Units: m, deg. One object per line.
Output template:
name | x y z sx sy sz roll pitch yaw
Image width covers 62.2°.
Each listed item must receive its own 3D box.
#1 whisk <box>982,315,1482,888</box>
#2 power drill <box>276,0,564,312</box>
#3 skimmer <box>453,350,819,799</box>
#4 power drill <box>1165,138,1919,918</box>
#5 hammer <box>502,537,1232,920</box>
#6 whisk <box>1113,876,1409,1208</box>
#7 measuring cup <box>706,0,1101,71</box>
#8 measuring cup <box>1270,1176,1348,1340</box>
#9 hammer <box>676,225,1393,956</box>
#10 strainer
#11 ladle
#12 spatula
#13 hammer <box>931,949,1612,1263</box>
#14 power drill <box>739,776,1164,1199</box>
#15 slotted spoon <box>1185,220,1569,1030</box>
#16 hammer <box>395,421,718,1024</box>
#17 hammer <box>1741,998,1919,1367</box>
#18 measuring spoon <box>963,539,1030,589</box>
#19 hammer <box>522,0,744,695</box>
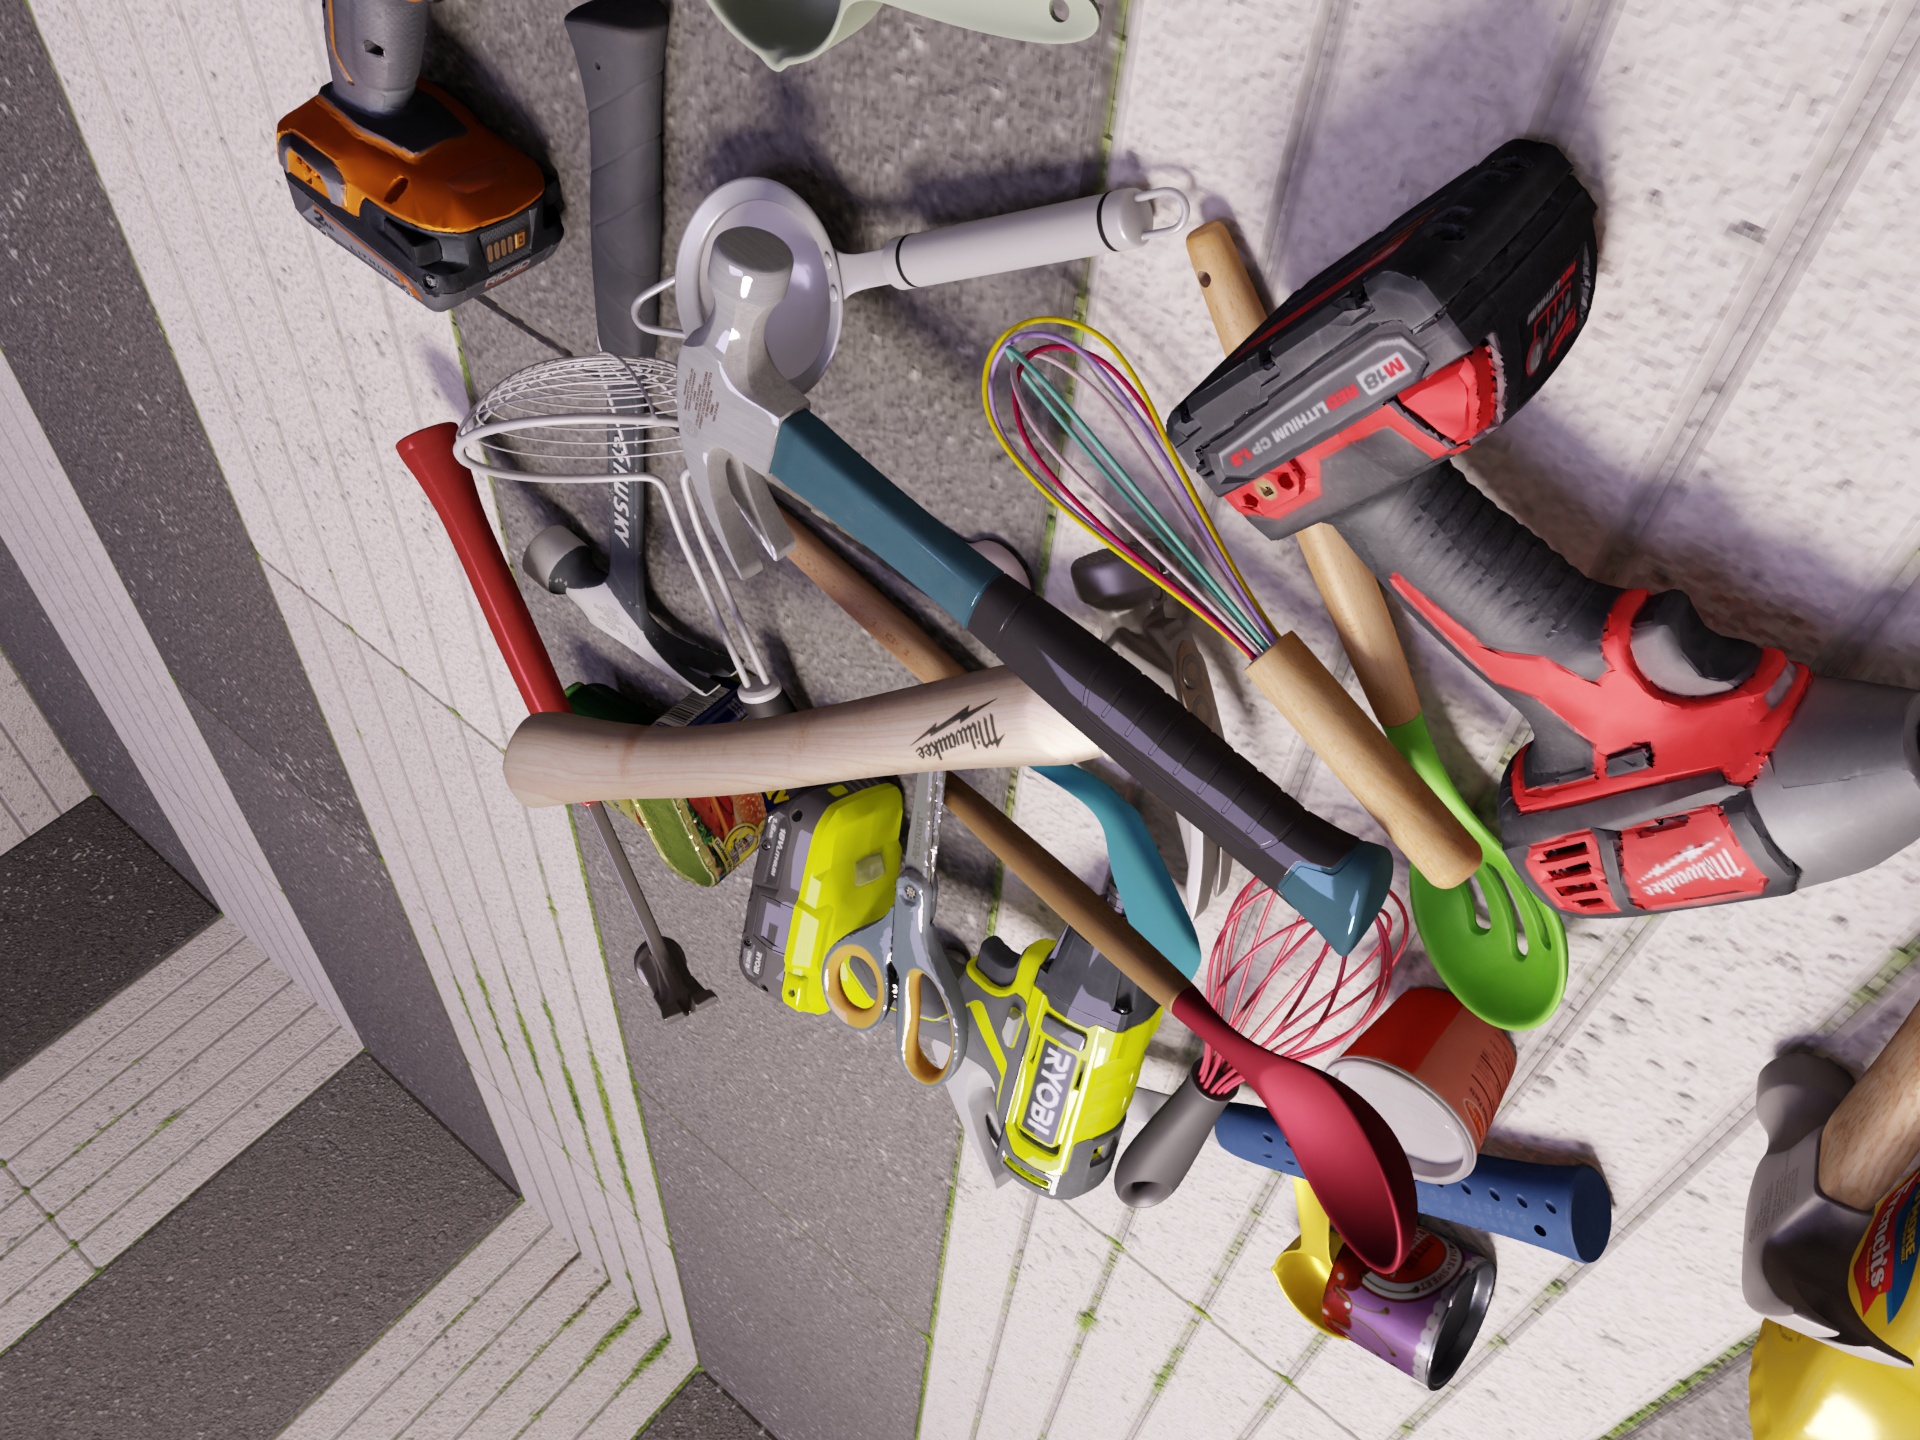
whisk | 0.093 -0.043 0.543 0.245 0.047 0.051 50 172 6
power drill | -0.222 -0.288 0.652 0.164 0.084 0.226 36 144 18
skimmer | -0.123 -0.034 0.779 0.127 0.090 0.362 -4 139 13
power drill | 0.174 -0.039 0.446 0.219 0.078 0.143 49 150 -9
hammer | -0.068 0.021 0.726 0.411 0.038 0.146 -7 104 38
whisk | 0.120 0.151 0.713 0.073 0.073 0.295 37 141 16
measuring cup | -0.018 -0.239 0.492 0.168 0.038 0.083 27 144 28
measuring cup | 0.190 0.252 0.821 0.062 0.029 0.156 17 126 43
hammer | 0.020 -0.036 0.580 0.331 0.033 0.128 40 139 13
strainer | -0.023 -0.165 0.581 0.258 0.050 0.087 4 109 42
ladle | 0.075 0.102 0.657 0.316 0.031 0.069 41 145 42
spatula | -0.001 -0.002 0.733 0.318 0.044 0.082 43 159 13
hammer | 0.128 0.209 0.809 0.406 0.035 0.144 1 112 49
power drill | -0.002 0.120 0.823 0.223 0.080 0.171 26 115 29
slotted spoon | 0.144 -0.023 0.547 0.070 0.031 0.313 8 131 58
hammer | -0.230 0.002 0.905 0.359 0.036 0.149 67 165 -6
hammer | 0.275 0.052 0.405 0.031 0.130 0.331 19 133 16
measuring spoon | -0.022 -0.079 0.699 0.124 0.018 0.034 31 146 27
hammer | -0.159 -0.158 0.765 0.149 0.036 0.408 38 148 13
